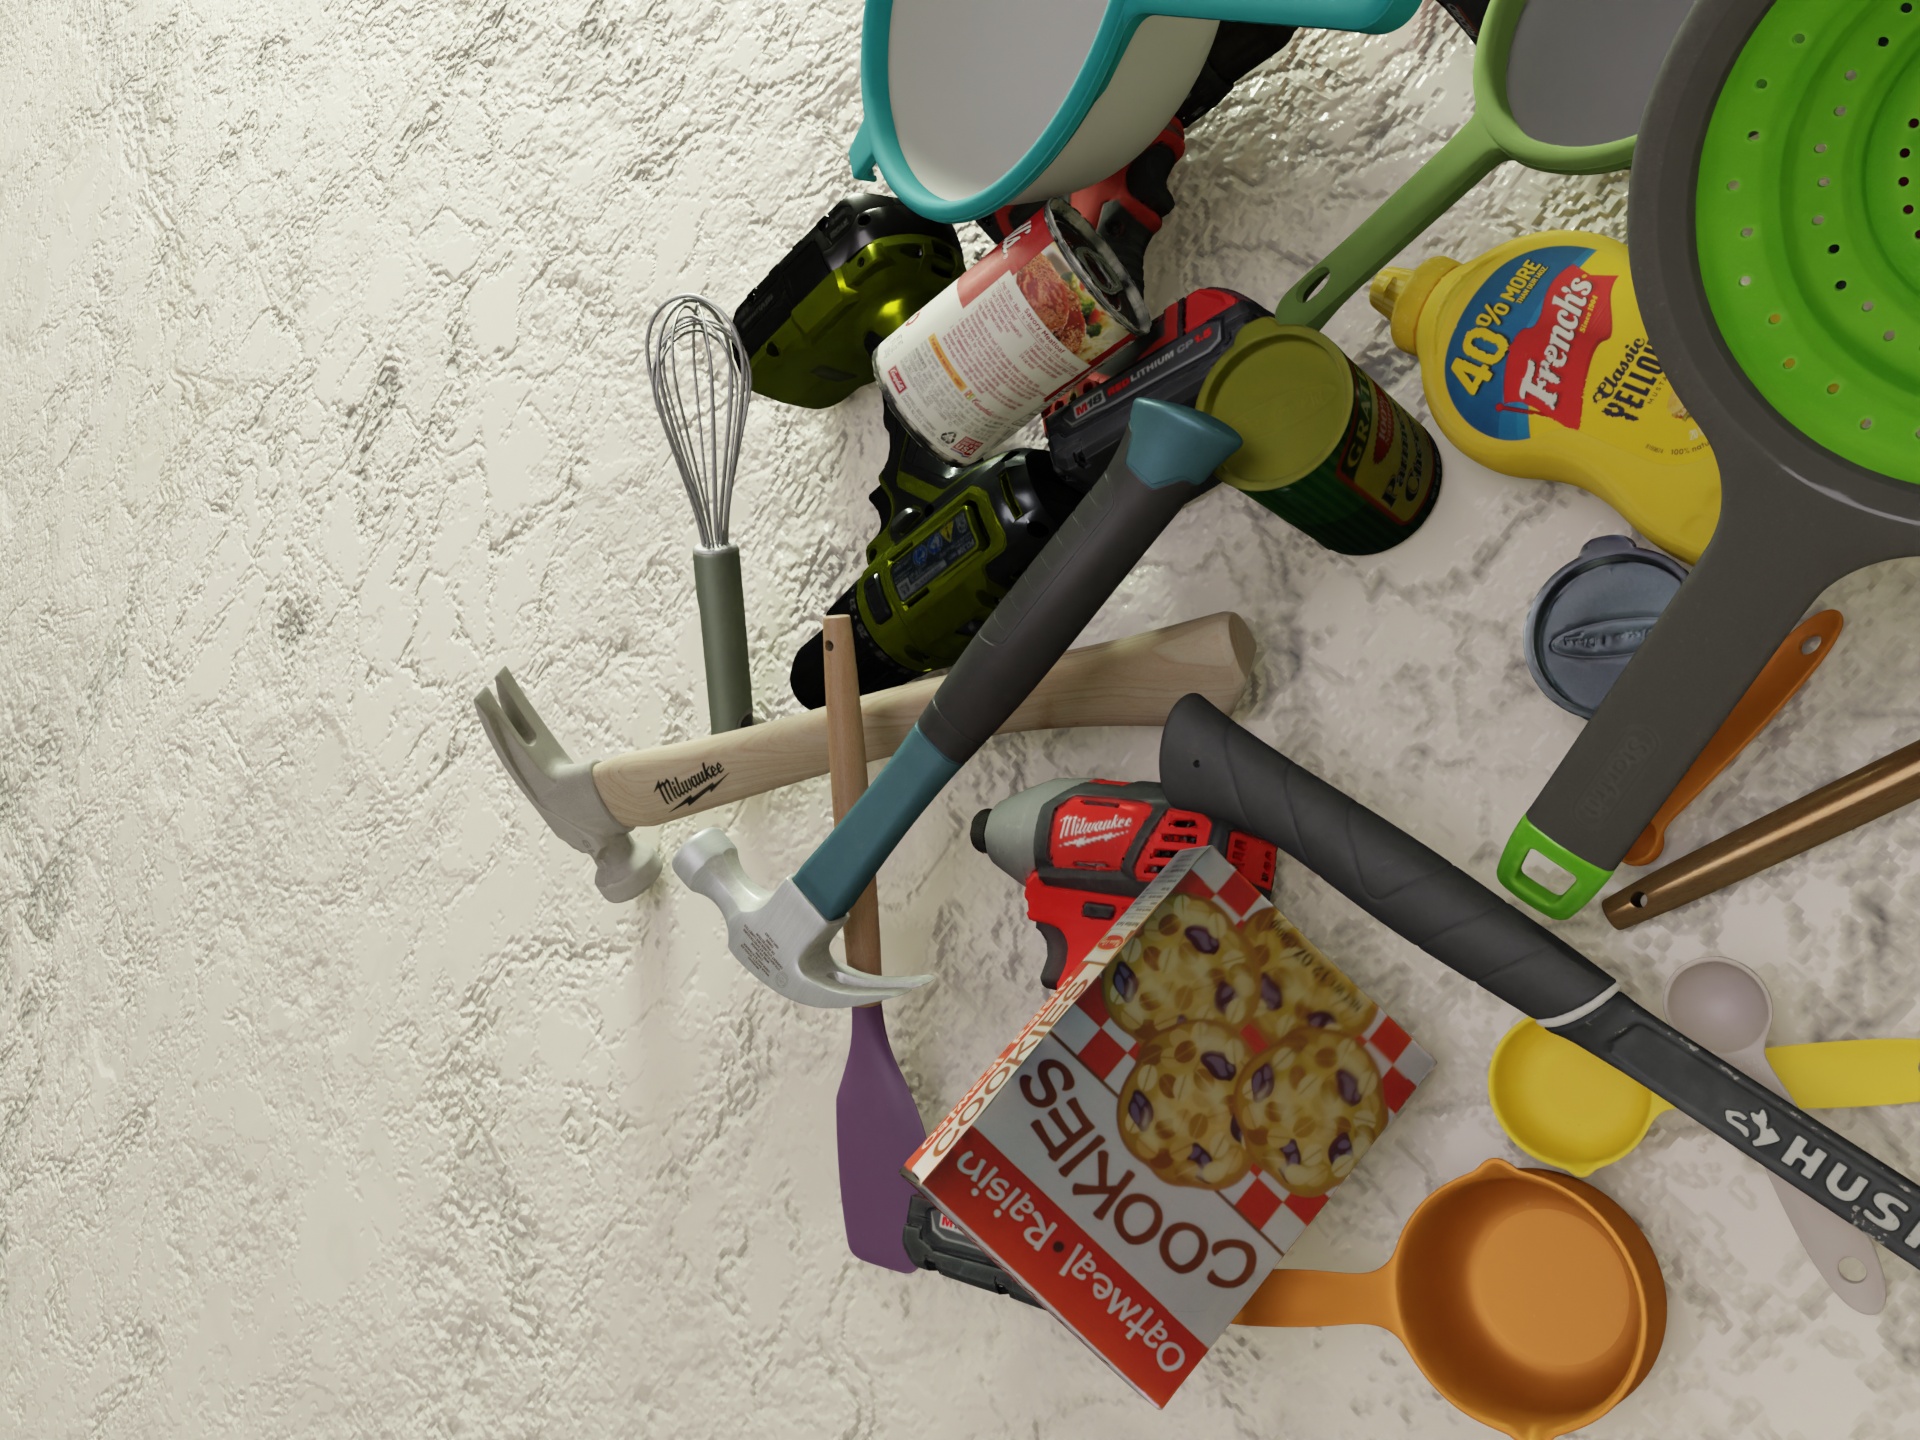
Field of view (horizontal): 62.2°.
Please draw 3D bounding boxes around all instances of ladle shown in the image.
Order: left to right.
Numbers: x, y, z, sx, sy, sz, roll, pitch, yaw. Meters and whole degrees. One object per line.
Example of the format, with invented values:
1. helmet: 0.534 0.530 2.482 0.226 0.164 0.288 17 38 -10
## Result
1. ladle: 0.350 -0.008 0.508 0.320 0.062 0.078 -35 62 29

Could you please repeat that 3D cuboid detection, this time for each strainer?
1. strainer: 0.080 -0.288 0.635 0.341 0.095 0.211 37 118 50
2. strainer: 0.231 -0.221 0.593 0.256 0.069 0.152 -40 42 35

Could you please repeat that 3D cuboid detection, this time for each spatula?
1. spatula: -0.044 0.108 0.746 0.060 0.018 0.316 1 99 37

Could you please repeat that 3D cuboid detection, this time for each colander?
1. colander: 0.284 -0.094 0.497 0.205 0.094 0.396 36 130 20

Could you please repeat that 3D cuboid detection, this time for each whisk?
1. whisk: -0.131 -0.099 0.839 0.059 0.058 0.246 6 112 23

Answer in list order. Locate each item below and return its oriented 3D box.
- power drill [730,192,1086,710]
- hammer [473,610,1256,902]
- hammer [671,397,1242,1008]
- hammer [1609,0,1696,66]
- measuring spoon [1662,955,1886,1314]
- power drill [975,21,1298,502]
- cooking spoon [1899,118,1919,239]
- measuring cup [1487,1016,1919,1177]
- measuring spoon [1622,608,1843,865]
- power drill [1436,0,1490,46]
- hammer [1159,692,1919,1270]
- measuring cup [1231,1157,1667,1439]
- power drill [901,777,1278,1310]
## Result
1. power drill: -0.040 -0.130 0.812 0.190 0.080 0.229 -34 64 35
2. hammer: -0.057 -0.001 0.778 0.410 0.146 0.038 -13 31 29
3. hammer: -0.001 -0.002 0.672 0.128 0.033 0.331 47 117 17
4. hammer: 0.415 -0.273 0.529 0.386 0.038 0.143 11 85 38
5. measuring spoon: 0.277 0.137 0.535 0.034 0.018 0.124 -30 76 32
6. power drill: 0.098 -0.229 0.734 0.188 0.080 0.227 -27 62 29
7. cooking spoon: 0.336 -0.084 0.513 0.069 0.017 0.319 -15 66 48
8. measuring cup: 0.269 0.127 0.563 0.156 0.029 0.062 -9 77 23
9. measuring spoon: 0.283 0.008 0.582 0.117 0.011 0.021 -54 25 12
10. power drill: 0.206 -0.394 0.688 0.164 0.084 0.227 -38 56 27
11. hammer: 0.228 0.104 0.535 0.409 0.036 0.149 36 116 31
12. measuring cup: 0.172 0.213 0.594 0.173 0.052 0.095 -14 72 36
13. power drill: 0.051 0.133 0.688 0.143 0.078 0.220 4 80 36
